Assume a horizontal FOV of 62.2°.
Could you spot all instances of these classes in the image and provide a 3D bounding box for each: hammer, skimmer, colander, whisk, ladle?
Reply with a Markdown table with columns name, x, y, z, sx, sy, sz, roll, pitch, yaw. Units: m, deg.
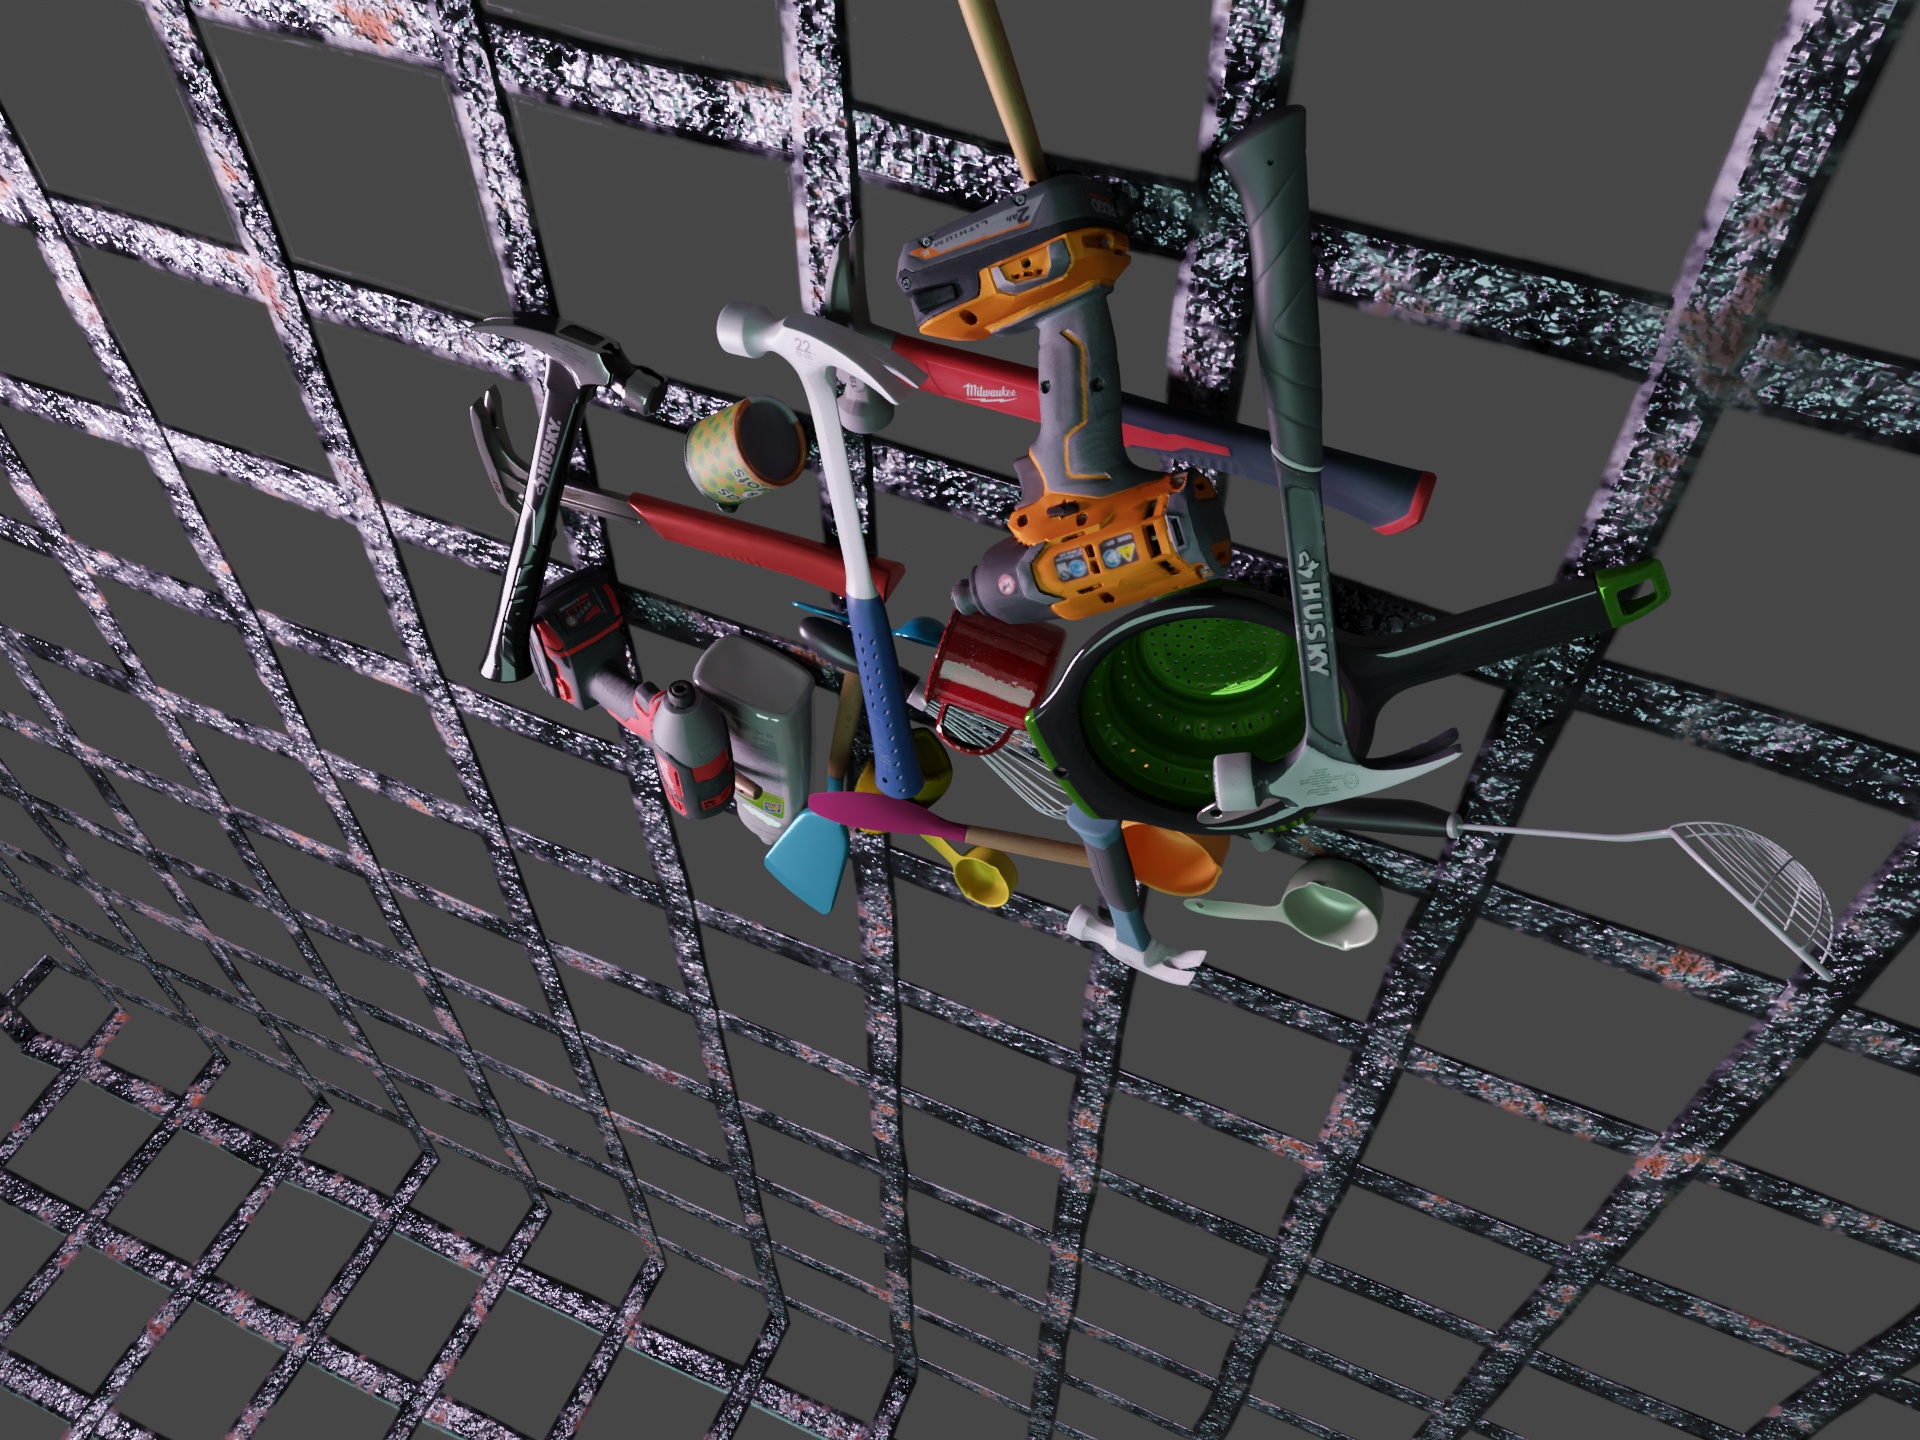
| name | x | y | z | sx | sy | sz | roll | pitch | yaw |
| --- | --- | --- | --- | --- | --- | --- | --- | --- | --- |
| hammer | -0.331 | -0.158 | 1.227 | 0.146 | 0.035 | 0.334 | 29 | 128 | 4 |
| hammer | 0.126 | 0.137 | 1.267 | 0.128 | 0.033 | 0.330 | 26 | 162 | 22 |
| skimmer | 0.392 | 0.105 | 1.080 | 0.363 | 0.090 | 0.127 | 4 | 169 | 35 |
| hammer | 0.196 | -0.129 | 0.890 | 0.149 | 0.036 | 0.408 | -5 | 118 | 13 |
| hammer | -0.066 | -0.097 | 1.113 | 0.144 | 0.035 | 0.405 | 20 | 140 | 28 |
| hammer | -0.211 | -0.157 | 1.229 | 0.359 | 0.037 | 0.149 | 17 | 143 | 18 |
| colander | 0.238 | -0.049 | 1.019 | 0.397 | 0.095 | 0.204 | -18 | 126 | 25 |
| whisk | -0.002 | -0.003 | 1.235 | 0.284 | 0.070 | 0.070 | 30 | 145 | -2 |
| ladle | -0.005 | -0.399 | 0.796 | 0.069 | 0.031 | 0.315 | 7 | 141 | 33 |
| hammer | 0.096 | -0.196 | 0.964 | 0.386 | 0.038 | 0.143 | 18 | 141 | 16 |

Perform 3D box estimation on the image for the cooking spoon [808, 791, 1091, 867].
| name | x | y | z | sx | sy | sz | roll | pitch | yaw |
| --- | --- | --- | --- | --- | --- | --- | --- | --- | --- |
| cooking spoon | 0.030 | 0.099 | 1.319 | 0.319 | 0.017 | 0.068 | 11 | 152 | 0 |

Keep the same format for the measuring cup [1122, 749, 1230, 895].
| name | x | y | z | sx | sy | sz | roll | pitch | yaw |
| --- | --- | --- | --- | --- | --- | --- | --- | --- | --- |
| measuring cup | 0.158 | 0.061 | 1.225 | 0.095 | 0.052 | 0.173 | 8 | 137 | 28 |

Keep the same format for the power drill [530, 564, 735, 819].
| name | x | y | z | sx | sy | sz | roll | pitch | yaw |
| --- | --- | --- | --- | --- | --- | --- | --- | --- | --- |
| power drill | -0.271 | -0.026 | 1.326 | 0.220 | 0.078 | 0.143 | 41 | 151 | 28 |

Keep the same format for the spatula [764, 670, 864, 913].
| name | x | y | z | sx | sy | sz | roll | pitch | yaw |
| --- | --- | --- | --- | --- | --- | --- | --- | --- | --- |
| spatula | -0.107 | 0.032 | 1.336 | 0.082 | 0.044 | 0.317 | 36 | 136 | 22 |

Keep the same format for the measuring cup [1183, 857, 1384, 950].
| name | x | y | z | sx | sy | sz | roll | pitch | yaw |
| --- | --- | --- | --- | --- | --- | --- | --- | --- | --- |
| measuring cup | 0.256 | 0.140 | 1.265 | 0.168 | 0.038 | 0.083 | -1 | 135 | 38 |

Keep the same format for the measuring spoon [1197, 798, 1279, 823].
| name | x | y | z | sx | sy | sz | roll | pitch | yaw |
| --- | --- | --- | --- | --- | --- | --- | --- | --- | --- |
| measuring spoon | 0.204 | 0.040 | 1.035 | 0.034 | 0.018 | 0.124 | 38 | 135 | -28 |

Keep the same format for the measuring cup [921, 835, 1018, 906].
| name | x | y | z | sx | sy | sz | roll | pitch | yaw |
| --- | --- | --- | --- | --- | --- | --- | --- | --- | --- |
| measuring cup | -0.011 | 0.103 | 1.425 | 0.156 | 0.029 | 0.062 | 44 | 139 | 1 |

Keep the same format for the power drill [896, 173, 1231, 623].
| name | x | y | z | sx | sy | sz | roll | pitch | yaw |
| --- | --- | --- | --- | --- | --- | --- | --- | --- | --- |
| power drill | 0.043 | -0.167 | 0.892 | 0.164 | 0.084 | 0.226 | -16 | 93 | 27 |

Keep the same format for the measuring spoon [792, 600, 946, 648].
| name | x | y | z | sx | sy | sz | roll | pitch | yaw |
| --- | --- | --- | --- | --- | --- | --- | --- | --- | --- |
| measuring spoon | -0.066 | -0.080 | 1.219 | 0.128 | 0.021 | 0.042 | 16 | 178 | 7 |

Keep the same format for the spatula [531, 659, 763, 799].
| name | x | y | z | sx | sy | sz | roll | pitch | yaw |
| --- | --- | --- | --- | --- | --- | --- | --- | --- | --- |
| spatula | -0.295 | -0.001 | 1.440 | 0.316 | 0.018 | 0.059 | 28 | 148 | 29 |
